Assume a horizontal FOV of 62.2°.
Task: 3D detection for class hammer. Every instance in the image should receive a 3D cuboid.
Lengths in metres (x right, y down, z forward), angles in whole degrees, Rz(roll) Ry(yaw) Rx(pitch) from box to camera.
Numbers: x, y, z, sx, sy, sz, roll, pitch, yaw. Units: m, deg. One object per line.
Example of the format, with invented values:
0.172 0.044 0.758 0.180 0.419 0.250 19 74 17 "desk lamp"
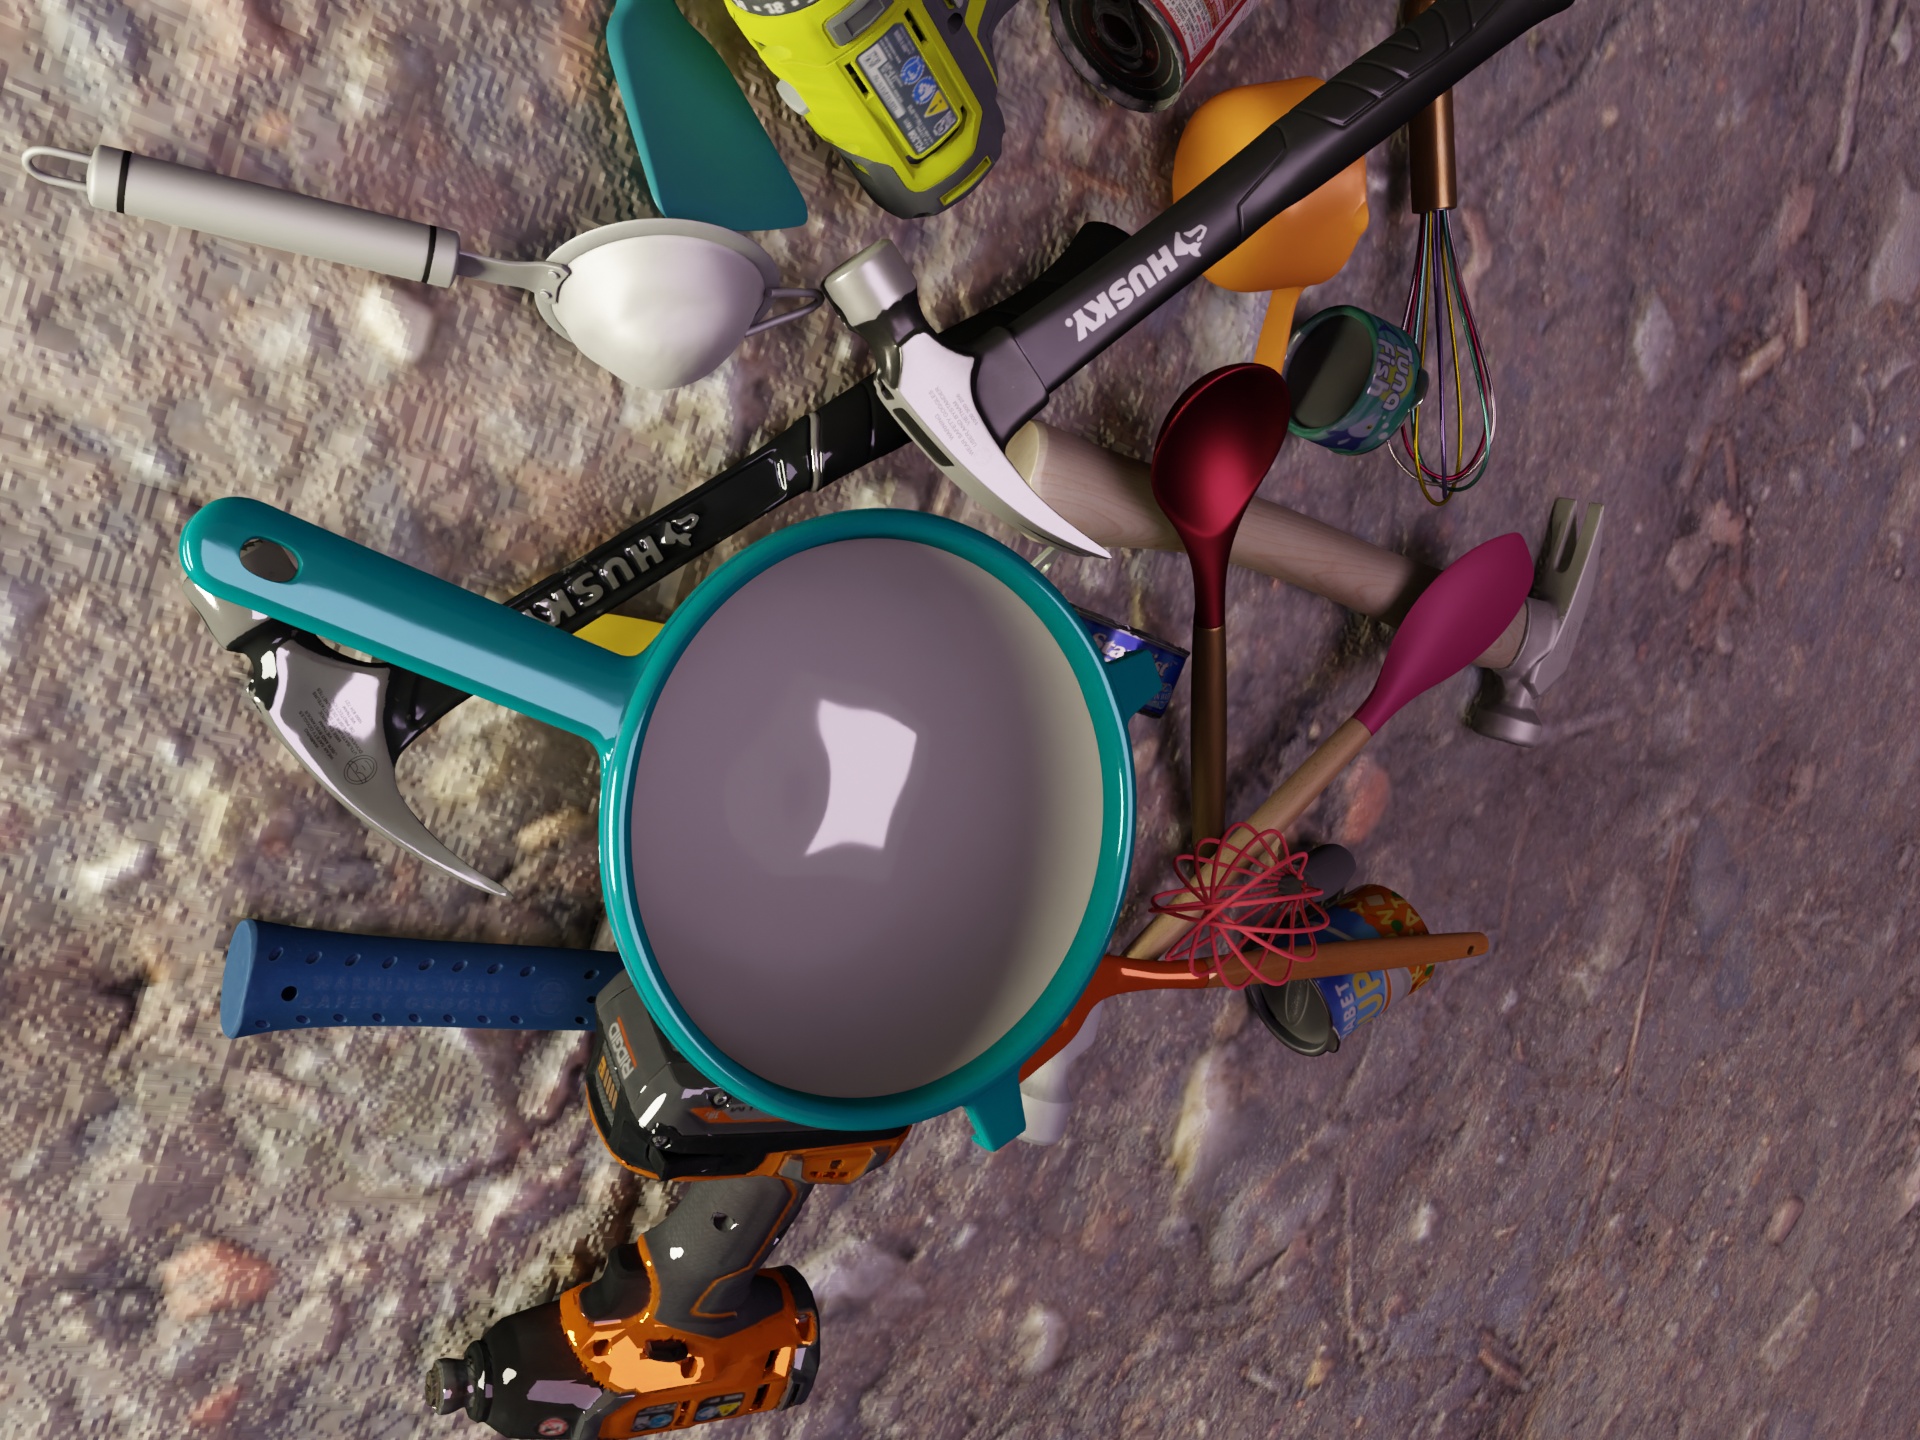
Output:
-0.071 -0.091 0.620 0.409 0.036 0.149 -35 107 -24 "hammer"
0.116 -0.203 0.625 0.335 0.035 0.146 -39 109 -10 "hammer"
-0.094 0.113 0.681 0.405 0.035 0.144 10 99 -36 "hammer"
0.189 -0.090 0.811 0.410 0.038 0.146 12 96 -36 "hammer"

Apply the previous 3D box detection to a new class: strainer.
-0.166 -0.151 0.532 0.258 0.087 0.050 8 66 -25 "strainer"
-0.094 0.010 0.542 0.340 0.095 0.211 25 78 -31 "strainer"

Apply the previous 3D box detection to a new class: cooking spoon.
0.188 0.022 0.816 0.319 0.017 0.068 -44 130 -8 "cooking spoon"

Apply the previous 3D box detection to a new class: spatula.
-0.096 -0.329 0.533 0.082 0.044 0.317 -23 118 -54 "spatula"
0.144 0.128 0.789 0.322 0.041 0.081 -1 107 -26 "spatula"

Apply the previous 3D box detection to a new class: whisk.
0.155 0.081 0.759 0.295 0.073 0.073 2 106 -67 "whisk"
0.233 -0.228 0.781 0.047 0.051 0.245 -10 102 -18 "whisk"

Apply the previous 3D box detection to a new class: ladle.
0.120 -0.025 0.756 0.069 0.031 0.315 -19 128 -17 "ladle"

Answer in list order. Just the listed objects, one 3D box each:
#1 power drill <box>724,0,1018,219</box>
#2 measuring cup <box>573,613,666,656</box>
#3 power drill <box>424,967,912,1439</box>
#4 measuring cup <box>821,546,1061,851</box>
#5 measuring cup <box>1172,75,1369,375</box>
0.016 -0.300 0.530 0.228 0.080 0.190 -40 151 5 "power drill"
-0.102 -0.026 0.643 0.156 0.029 0.062 9 93 -24 "measuring cup"
-0.117 0.204 0.639 0.164 0.084 0.226 3 122 -30 "power drill"
-0.001 -0.002 0.664 0.167 0.038 0.083 -49 166 11 "measuring cup"
0.127 -0.198 0.717 0.052 0.095 0.173 -12 131 -20 "measuring cup"
